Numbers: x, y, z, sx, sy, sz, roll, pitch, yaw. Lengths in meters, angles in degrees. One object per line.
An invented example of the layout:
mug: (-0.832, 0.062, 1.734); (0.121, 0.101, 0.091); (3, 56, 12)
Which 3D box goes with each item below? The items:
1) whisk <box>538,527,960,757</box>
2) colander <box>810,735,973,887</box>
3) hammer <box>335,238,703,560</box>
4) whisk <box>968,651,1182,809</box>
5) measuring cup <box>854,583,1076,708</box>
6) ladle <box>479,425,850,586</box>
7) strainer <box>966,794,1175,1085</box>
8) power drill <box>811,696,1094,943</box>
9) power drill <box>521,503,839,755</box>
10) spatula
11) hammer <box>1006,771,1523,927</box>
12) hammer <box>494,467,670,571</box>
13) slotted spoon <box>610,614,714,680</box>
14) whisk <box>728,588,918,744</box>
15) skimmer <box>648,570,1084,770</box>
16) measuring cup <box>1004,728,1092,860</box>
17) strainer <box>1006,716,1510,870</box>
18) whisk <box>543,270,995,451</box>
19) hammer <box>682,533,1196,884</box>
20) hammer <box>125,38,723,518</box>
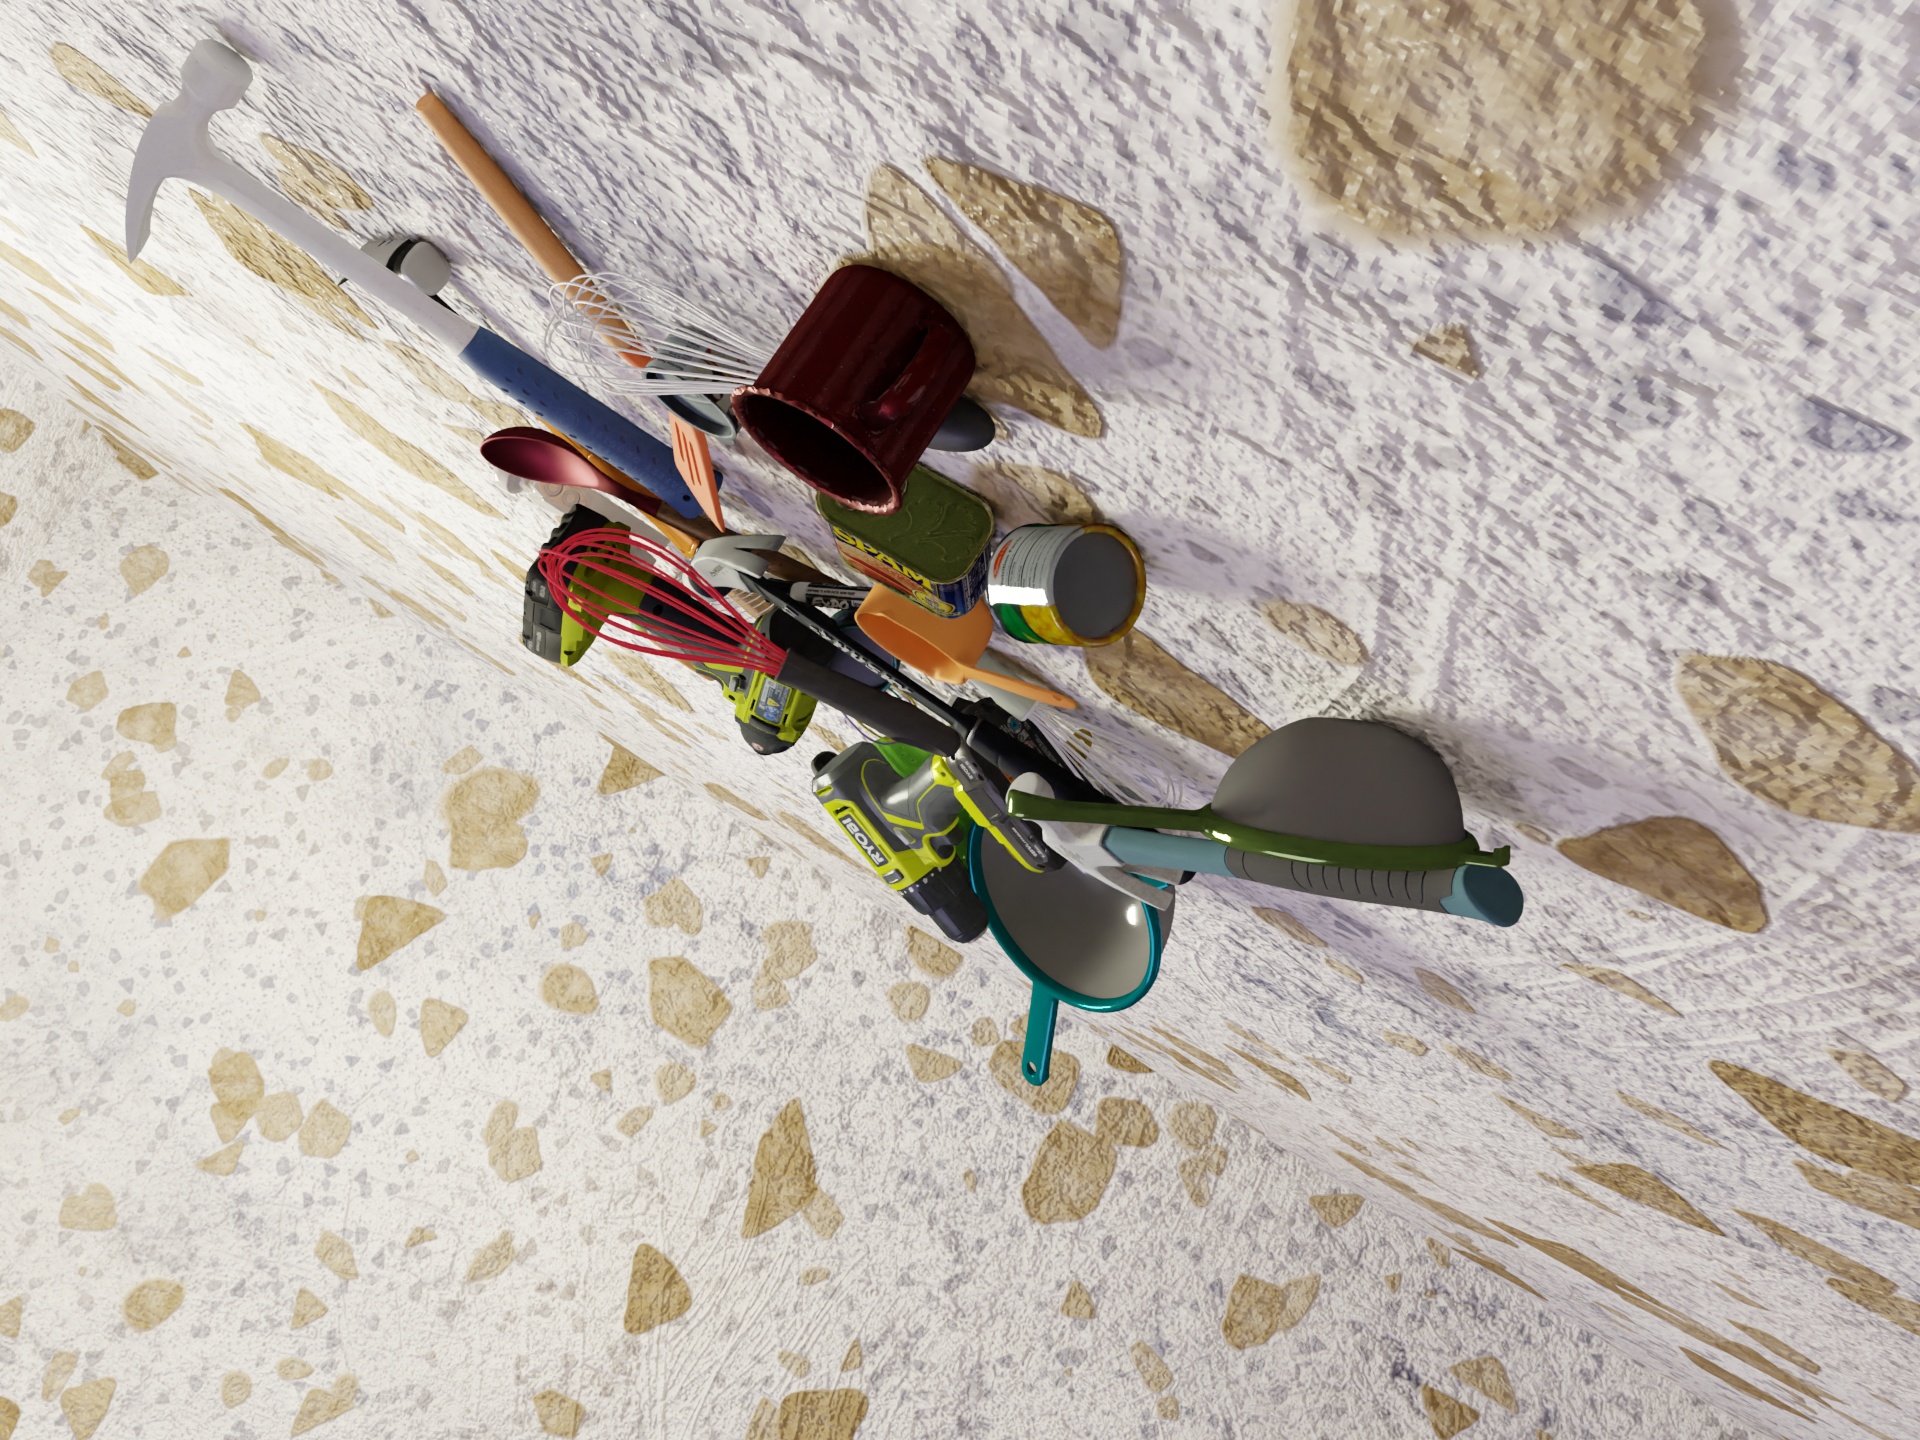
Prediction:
whisk: (-0.132, -0.045, 1.021); (0.295, 0.073, 0.073); (25, 168, -11)
colander: (-0.040, 0.060, 1.551); (0.204, 0.094, 0.397); (41, -176, -9)
hammer: (-0.304, -0.227, 1.175); (0.127, 0.034, 0.336); (17, 160, 46)
whisk: (0.057, -0.004, 1.152); (0.246, 0.059, 0.058); (36, -166, -2)
measuring cup: (0.013, -0.055, 1.049); (0.174, 0.052, 0.095); (21, 164, 30)
ladle: (-0.198, -0.144, 1.170); (0.315, 0.031, 0.069); (24, 159, -10)
strainer: (0.106, 0.186, 1.397); (0.211, 0.095, 0.340); (33, 135, 31)
power drill: (0.001, 0.084, 1.258); (0.190, 0.080, 0.228); (52, 142, -9)
power drill: (-0.210, -0.057, 1.196); (0.223, 0.080, 0.171); (26, 146, -1)
spatula: (-0.219, -0.233, 0.940); (0.081, 0.041, 0.322); (53, -179, 39)
hammer: (0.180, 0.086, 0.969); (0.331, 0.033, 0.128); (4, 150, 48)
hammer: (-0.282, -0.128, 1.409); (0.146, 0.038, 0.410); (32, 173, 8)
slotted spoon: (-0.288, -0.083, 1.493); (0.070, 0.031, 0.313); (31, 174, 18)
whisk: (-0.127, -0.064, 1.377); (0.244, 0.051, 0.047); (41, 144, -19)
skimmer: (-0.074, -0.021, 1.278); (0.363, 0.090, 0.127); (30, 148, 1)
measuring cup: (0.076, 0.055, 1.253); (0.062, 0.029, 0.156); (46, 135, 18)
strainer: (0.153, 0.029, 0.851); (0.256, 0.069, 0.151); (4, -173, -9)
whisk: (-0.107, -0.183, 0.838); (0.285, 0.070, 0.070); (20, 163, 24)
hammer: (-0.002, -0.003, 1.081); (0.408, 0.036, 0.149); (34, 166, -14)
hammer: (-0.333, -0.250, 1.033); (0.405, 0.144, 0.035); (33, -150, -30)
